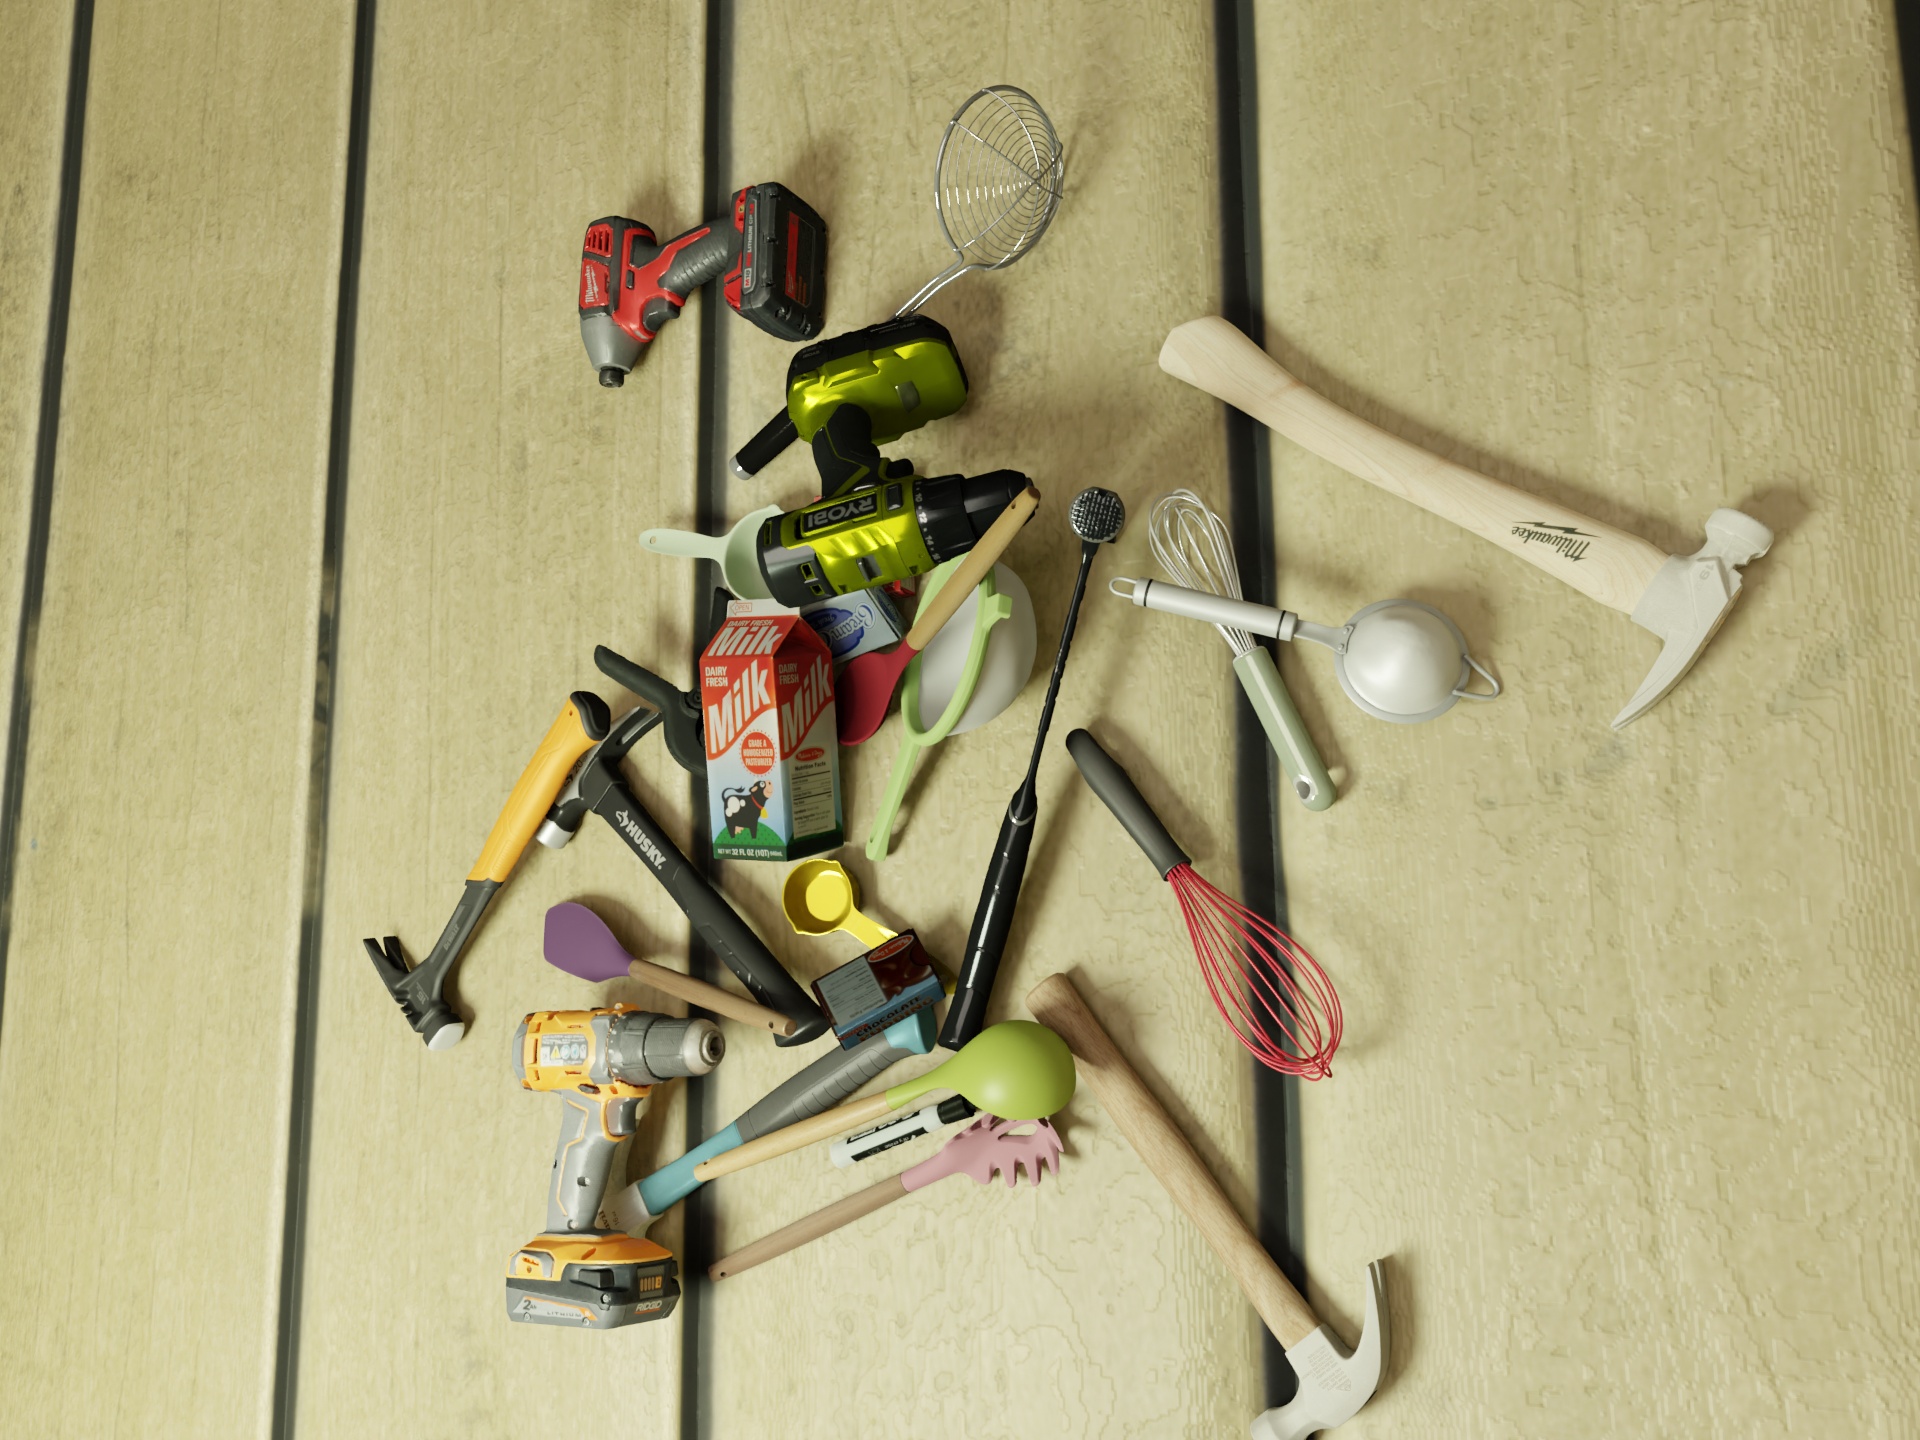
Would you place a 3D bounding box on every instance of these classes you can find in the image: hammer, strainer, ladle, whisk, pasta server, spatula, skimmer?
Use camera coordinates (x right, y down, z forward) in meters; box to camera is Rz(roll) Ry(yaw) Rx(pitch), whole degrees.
[{"bbox_3d":[0.047,0.040,1.099,0.036,0.149,0.409,15,98,4],"label":"hammer"},{"bbox_3d":[-0.002,-0.004,1.147,0.152,0.069,0.256,-114,40,-61],"label":"strainer"},{"bbox_3d":[-0.061,0.281,1.108,0.320,0.078,0.062,-27,108,27],"label":"ladle"},{"bbox_3d":[0.155,0.114,1.054,0.073,0.073,0.296,-43,60,14],"label":"whisk"},{"bbox_3d":[0.219,-0.059,1.026,0.258,0.050,0.087,15,71,17],"label":"strainer"},{"bbox_3d":[-0.384,0.109,1.307,0.127,0.034,0.336,45,111,28],"label":"hammer"},{"bbox_3d":[-0.022,-0.069,1.100,0.315,0.031,0.069,-47,46,52],"label":"ladle"},{"bbox_3d":[-0.061,0.345,1.135,0.316,0.040,0.060,-31,108,21],"label":"pasta server"},{"bbox_3d":[-0.206,0.127,1.229,0.335,0.035,0.146,42,101,32],"label":"hammer"},{"bbox_3d":[-0.232,0.193,1.215,0.316,0.018,0.060,11,98,43],"label":"spatula"},{"bbox_3d":[0.295,-0.152,1.040,0.411,0.038,0.146,35,99,27],"label":"hammer"},{"bbox_3d":[0.152,0.301,1.038,0.130,0.031,0.332,-44,65,14],"label":"hammer"},{"bbox_3d":[-0.149,0.304,1.189,0.331,0.033,0.128,-36,69,17],"label":"hammer"},{"bbox_3d":[-0.063,-0.324,1.223,0.363,0.127,0.090,-37,60,28],"label":"skimmer"},{"bbox_3d":[0.192,-0.051,1.072,0.057,0.059,0.246,-46,63,54],"label":"whisk"}]

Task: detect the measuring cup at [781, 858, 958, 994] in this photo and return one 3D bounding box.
[{"bbox_3d":[-0.062,0.157,1.179,0.156,0.029,0.062,31,94,15],"label":"measuring cup"}]

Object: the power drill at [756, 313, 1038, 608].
[{"bbox_3d":[-0.046,-0.188,1.133,0.190,0.080,0.229,-15,46,11],"label":"power drill"}]

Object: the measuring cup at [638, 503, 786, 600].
[{"bbox_3d":[-0.185,-0.134,1.278,0.168,0.038,0.083,11,87,30],"label":"measuring cup"}]

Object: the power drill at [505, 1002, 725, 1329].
[{"bbox_3d":[-0.251,0.323,1.169,0.185,0.084,0.226,-9,75,31],"label":"power drill"}]

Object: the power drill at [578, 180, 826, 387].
[{"bbox_3d":[-0.223,-0.356,1.314,0.220,0.078,0.143,-2,80,29],"label":"power drill"}]
